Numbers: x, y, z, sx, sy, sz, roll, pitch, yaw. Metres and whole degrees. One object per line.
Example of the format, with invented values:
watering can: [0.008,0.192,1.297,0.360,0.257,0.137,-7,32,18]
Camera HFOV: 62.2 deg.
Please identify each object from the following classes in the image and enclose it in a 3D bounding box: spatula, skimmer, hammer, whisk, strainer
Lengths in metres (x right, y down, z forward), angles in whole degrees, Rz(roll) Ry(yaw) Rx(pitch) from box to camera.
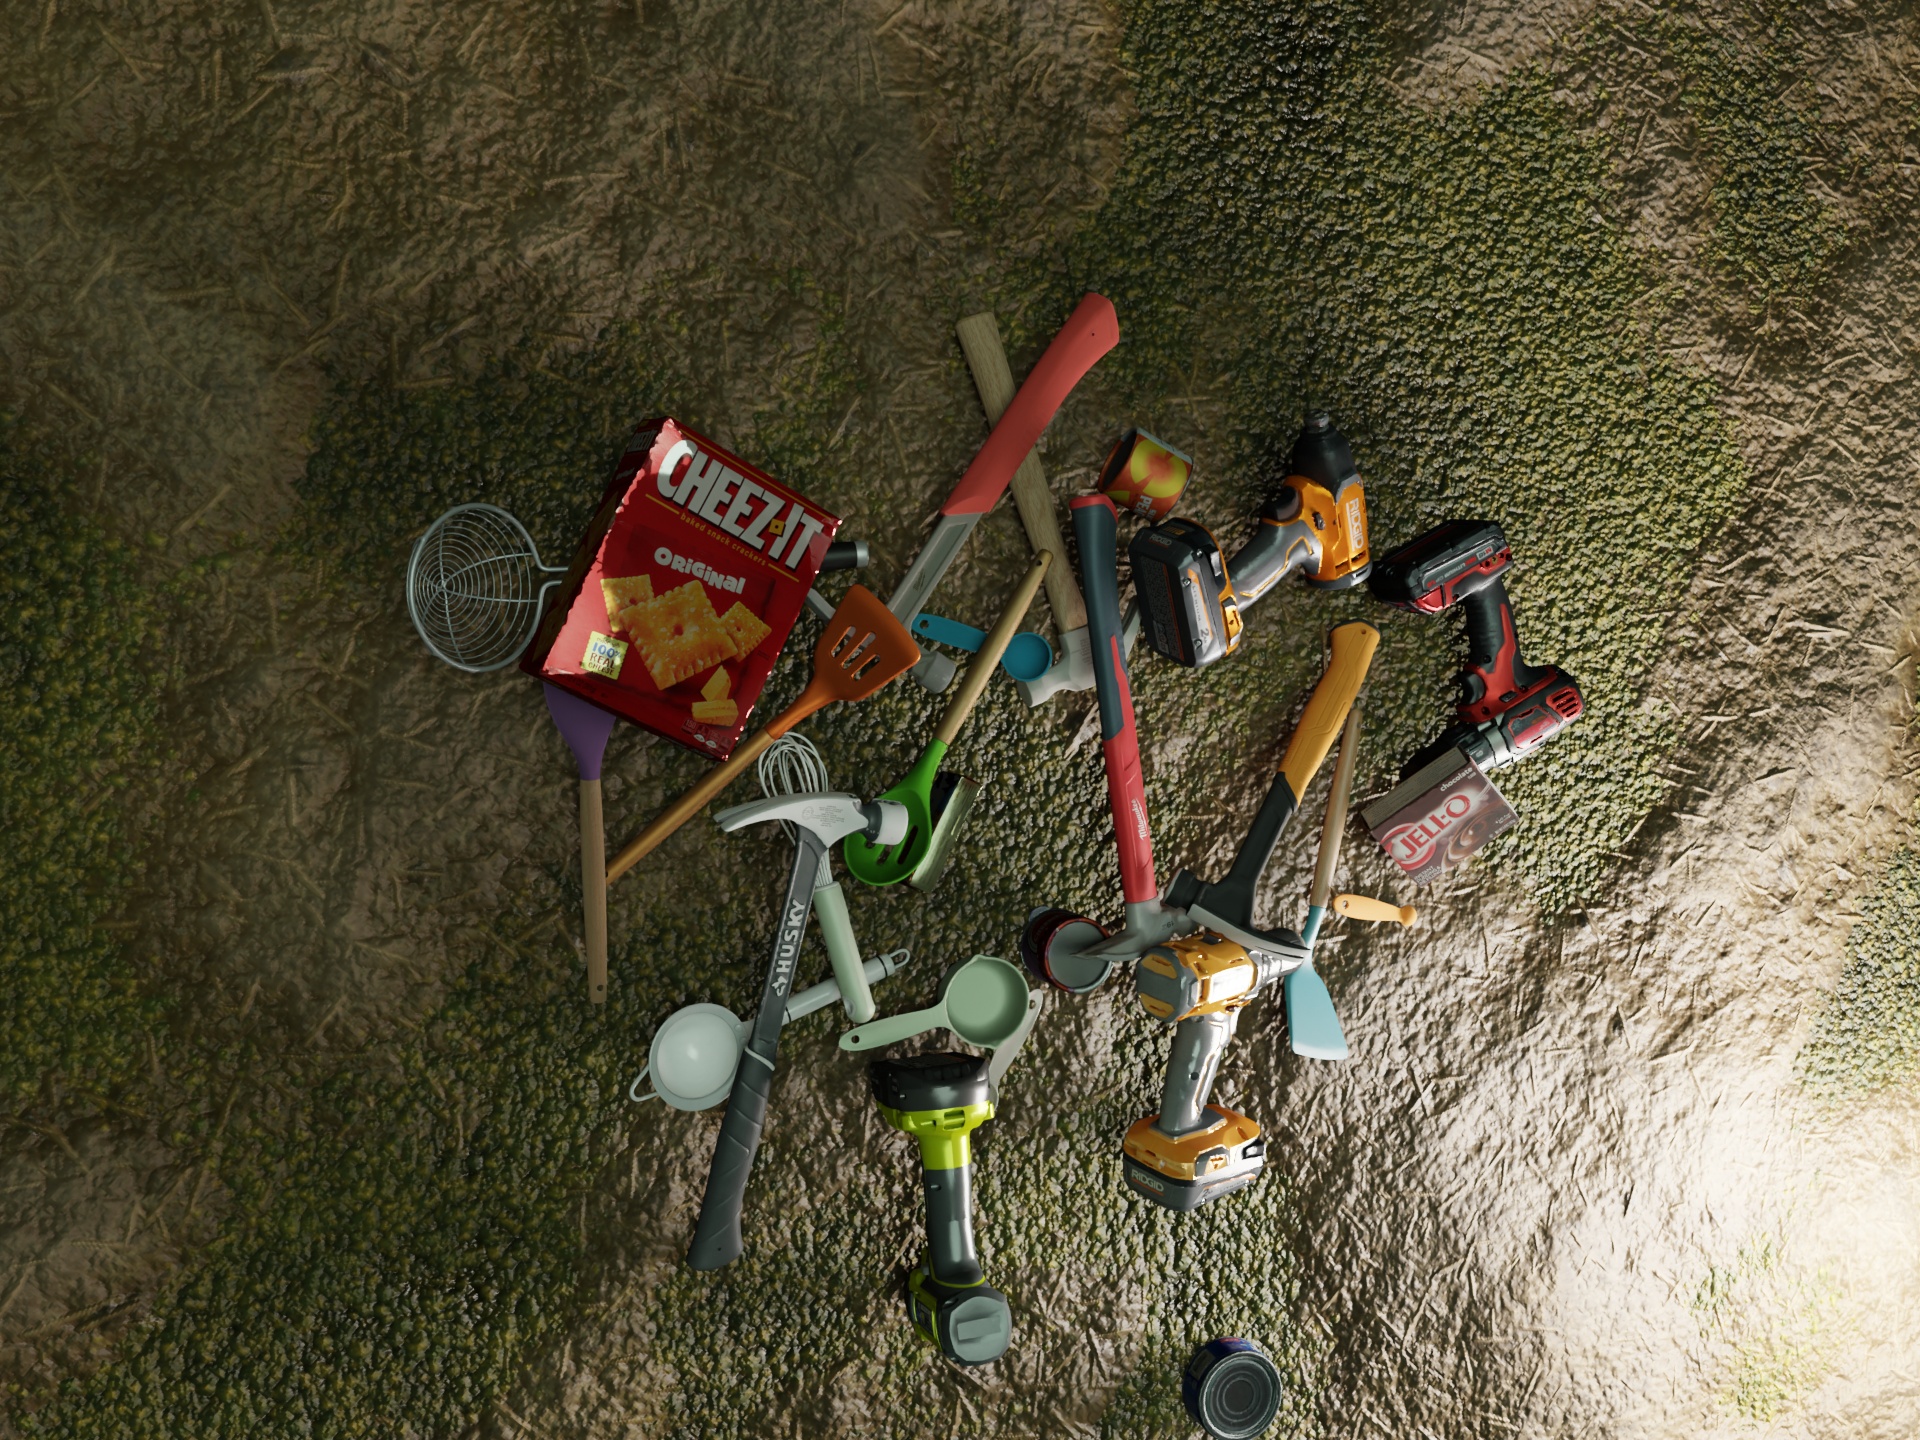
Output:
spatula: [-0.290,0.070,1.238,0.059,0.018,0.316,-6,104,-27]
skimmer: [-0.241,-0.114,1.241,0.363,0.090,0.127,-6,101,-18]
hammer: [0.016,-0.208,1.315,0.149,0.037,0.359,35,81,-16]
whisk: [-0.112,0.128,1.296,0.059,0.058,0.246,-17,92,-36]
spatula: [-0.172,0.025,1.260,0.322,0.041,0.081,-41,82,0]
hammer: [0.122,0.006,1.330,0.143,0.038,0.386,-11,94,-46]
strainer: [-0.155,0.244,1.301,0.258,0.050,0.087,-22,105,-21]
hammer: [0.300,0.048,1.387,0.127,0.034,0.337,27,64,8]
hammer: [0.065,-0.187,1.366,0.130,0.031,0.331,-20,96,-16]
hammer: [-0.158,0.248,1.252,0.149,0.036,0.409,9,102,-28]
spatula: [0.340,0.146,1.449,0.082,0.044,0.317,15,84,-38]

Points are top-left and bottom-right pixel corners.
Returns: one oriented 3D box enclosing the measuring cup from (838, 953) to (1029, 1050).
measuring cup: [-0.025,0.247,1.342,0.167,0.038,0.083,-14,95,-15]

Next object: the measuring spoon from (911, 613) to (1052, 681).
measuring spoon: [0.016,-0.065,1.344,0.128,0.021,0.042,18,85,10]

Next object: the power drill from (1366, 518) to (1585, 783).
power drill: [0.457,-0.053,1.467,0.188,0.080,0.226,-30,103,-8]

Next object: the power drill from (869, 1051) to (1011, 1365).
power drill: [-0.019,0.387,1.287,0.080,0.171,0.223,-3,83,-17]

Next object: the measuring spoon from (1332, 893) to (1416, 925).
measuring spoon: [0.382,0.174,1.460,0.116,0.011,0.021,13,81,-36]

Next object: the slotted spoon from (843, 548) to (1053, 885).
slotted spoon: [-0.002,-0.004,1.313,0.070,0.031,0.314,28,85,16]

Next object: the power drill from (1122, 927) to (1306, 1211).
power drill: [0.224,0.287,1.371,0.185,0.084,0.226,-6,105,-41]

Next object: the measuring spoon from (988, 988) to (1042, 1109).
measuring spoon: [0.036,0.286,1.376,0.034,0.018,0.124,35,74,-14]

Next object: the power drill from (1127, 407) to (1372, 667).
power drill: [0.257,-0.160,1.370,0.226,0.084,0.164,-29,123,-22]
